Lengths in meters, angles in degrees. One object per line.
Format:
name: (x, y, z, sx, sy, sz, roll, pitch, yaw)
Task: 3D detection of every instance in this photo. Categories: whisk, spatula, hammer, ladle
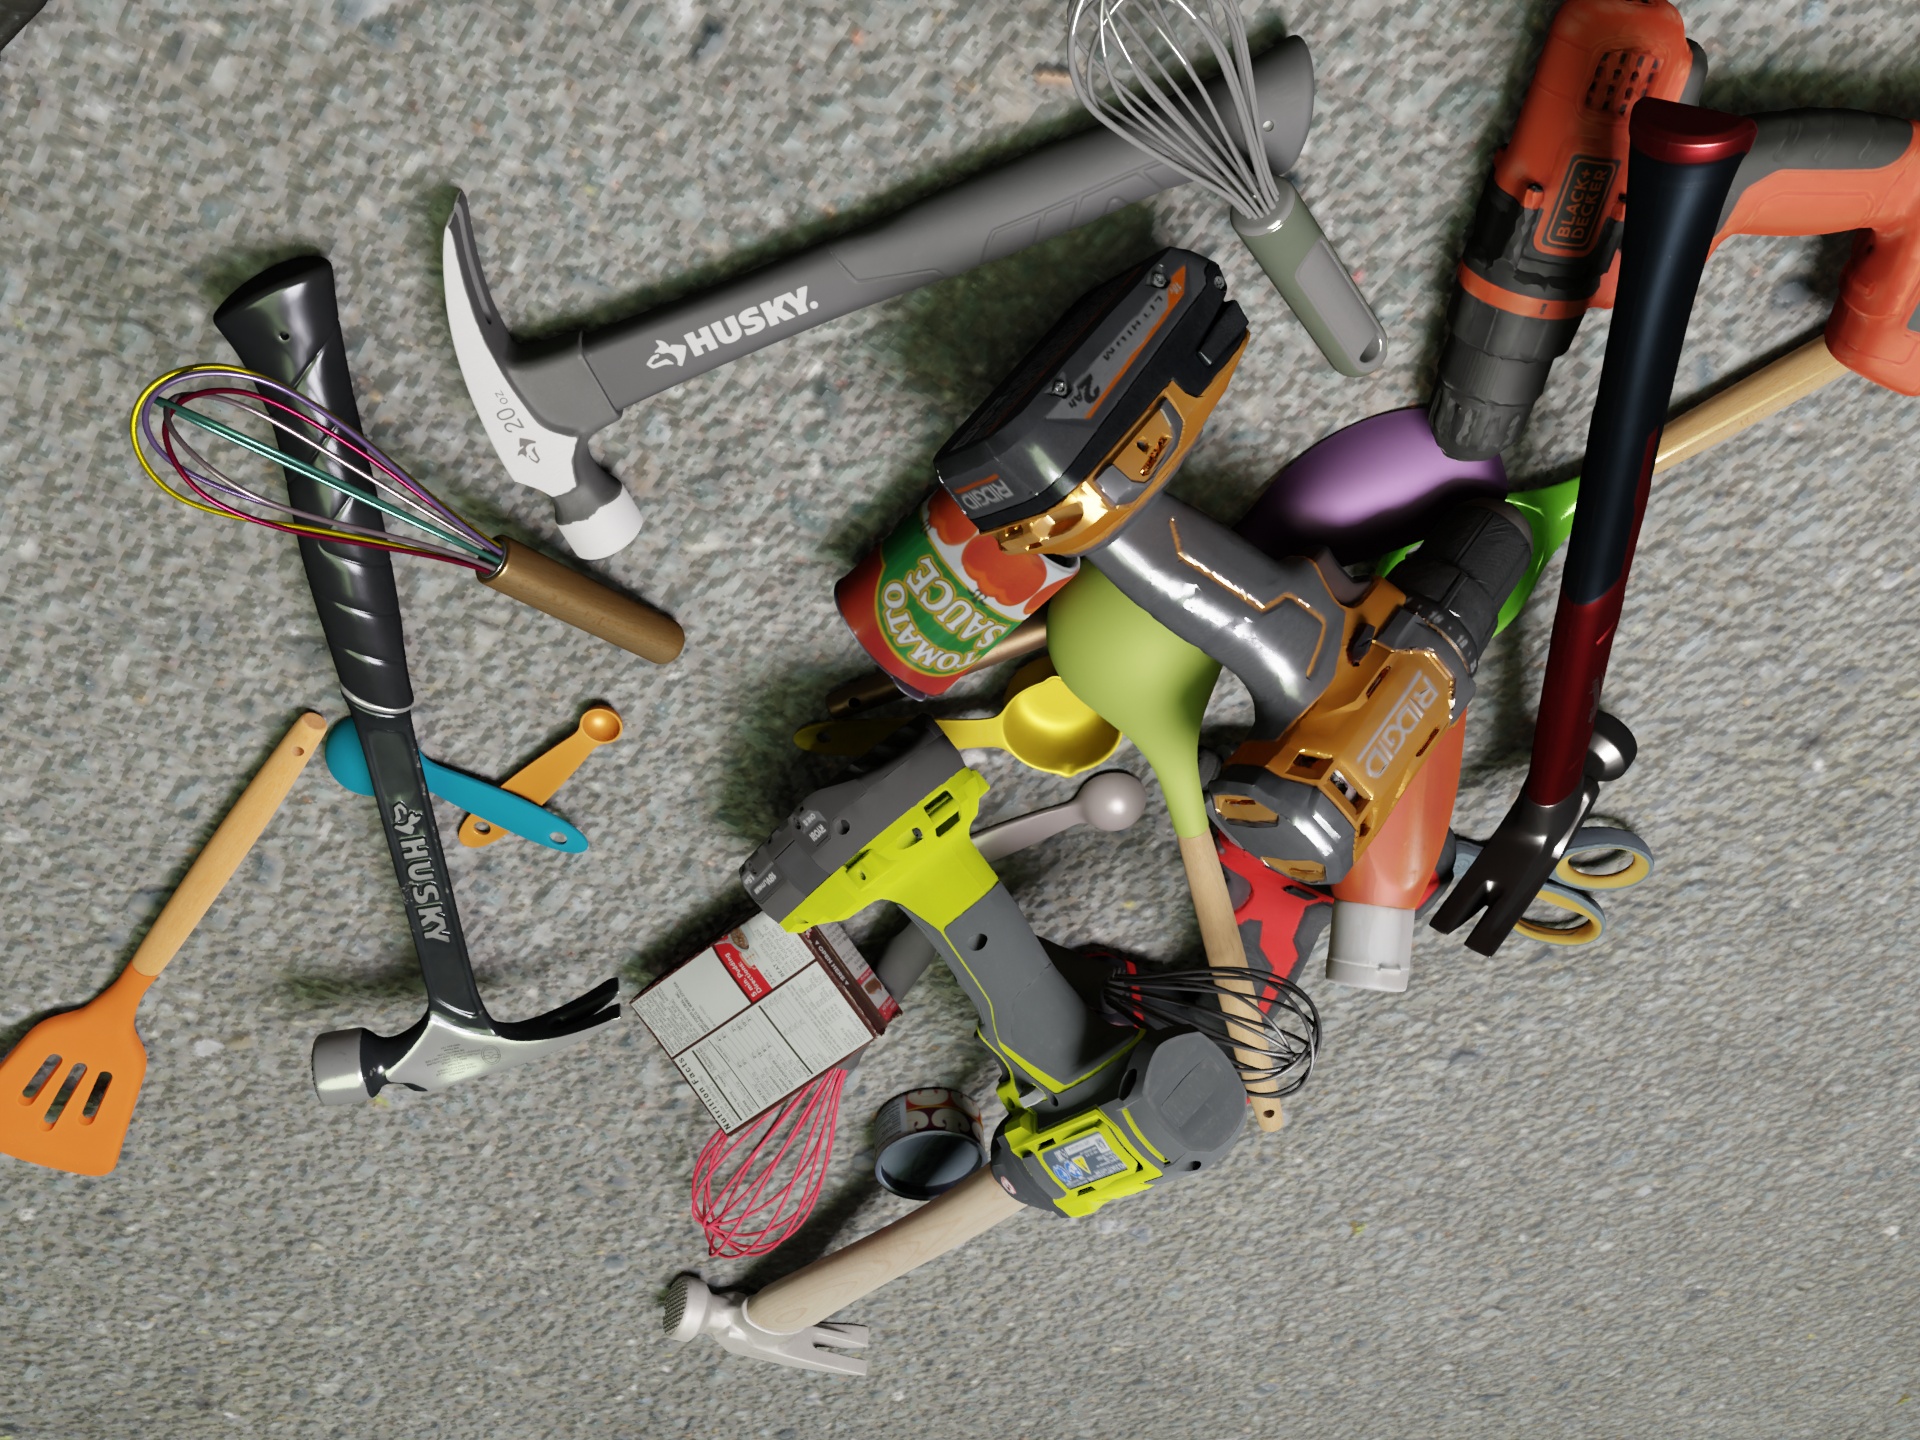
whisk: (0.103, -0.184, 0.553, 0.058, 0.059, 0.246, -55, 143, 4)
spatula: (-0.389, 0.111, 0.775, 0.081, 0.041, 0.322, 30, 118, -26)
whisk: (0.071, 0.125, 0.756, 0.055, 0.239, 0.055, -8, 103, -42)
hammer: (-0.243, 0.005, 0.689, 0.149, 0.036, 0.408, -7, 124, -11)
spatula: (0.083, -0.063, 0.707, 0.316, 0.018, 0.059, -21, 107, 11)
hammer: (-0.031, -0.177, 0.593, 0.335, 0.035, 0.146, -20, 129, 9)
ladle: (0.110, 0.064, 0.735, 0.078, 0.062, 0.320, -16, 119, 6)
whisk: (-0.074, 0.196, 0.870, 0.073, 0.073, 0.295, 21, 119, -22)
hammer: (-0.018, 0.300, 0.918, 0.146, 0.038, 0.410, 24, 135, -25)
whisk: (-0.201, -0.068, 0.616, 0.051, 0.047, 0.244, 4, 165, 39)
hammer: (0.244, -0.055, 0.625, 0.143, 0.038, 0.385, -46, 147, -24)

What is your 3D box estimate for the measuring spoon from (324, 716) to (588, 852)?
measuring spoon: (-0.234, 0.039, 0.740, 0.128, 0.021, 0.042, 27, 123, -18)

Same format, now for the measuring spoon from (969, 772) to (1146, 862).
measuring spoon: (0.036, 0.060, 0.800, 0.124, 0.018, 0.034, -22, 128, 12)

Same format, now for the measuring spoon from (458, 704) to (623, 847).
measuring spoon: (-0.200, 0.027, 0.752, 0.117, 0.011, 0.021, -37, 117, 25)

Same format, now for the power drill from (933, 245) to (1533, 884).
power drill: (0.122, -0.074, 0.622, 0.226, 0.084, 0.185, 46, 71, -16)

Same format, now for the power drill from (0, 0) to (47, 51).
power drill: (-0.406, -0.248, 0.466, 0.188, 0.080, 0.226, -32, 128, 18)

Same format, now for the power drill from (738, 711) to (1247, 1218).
power drill: (0.006, 0.122, 0.720, 0.223, 0.080, 0.171, 51, 144, 3)

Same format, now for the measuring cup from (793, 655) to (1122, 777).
measuring cup: (-0.001, -0.002, 0.748, 0.156, 0.029, 0.062, -3, 130, 10)

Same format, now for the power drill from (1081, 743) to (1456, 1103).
power drill: (0.133, 0.108, 0.811, 0.143, 0.079, 0.219, 24, 119, -16)

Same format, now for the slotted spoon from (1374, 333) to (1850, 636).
slotted spoon: (0.318, -0.123, 0.683, 0.314, 0.031, 0.070, -31, 108, 14)
